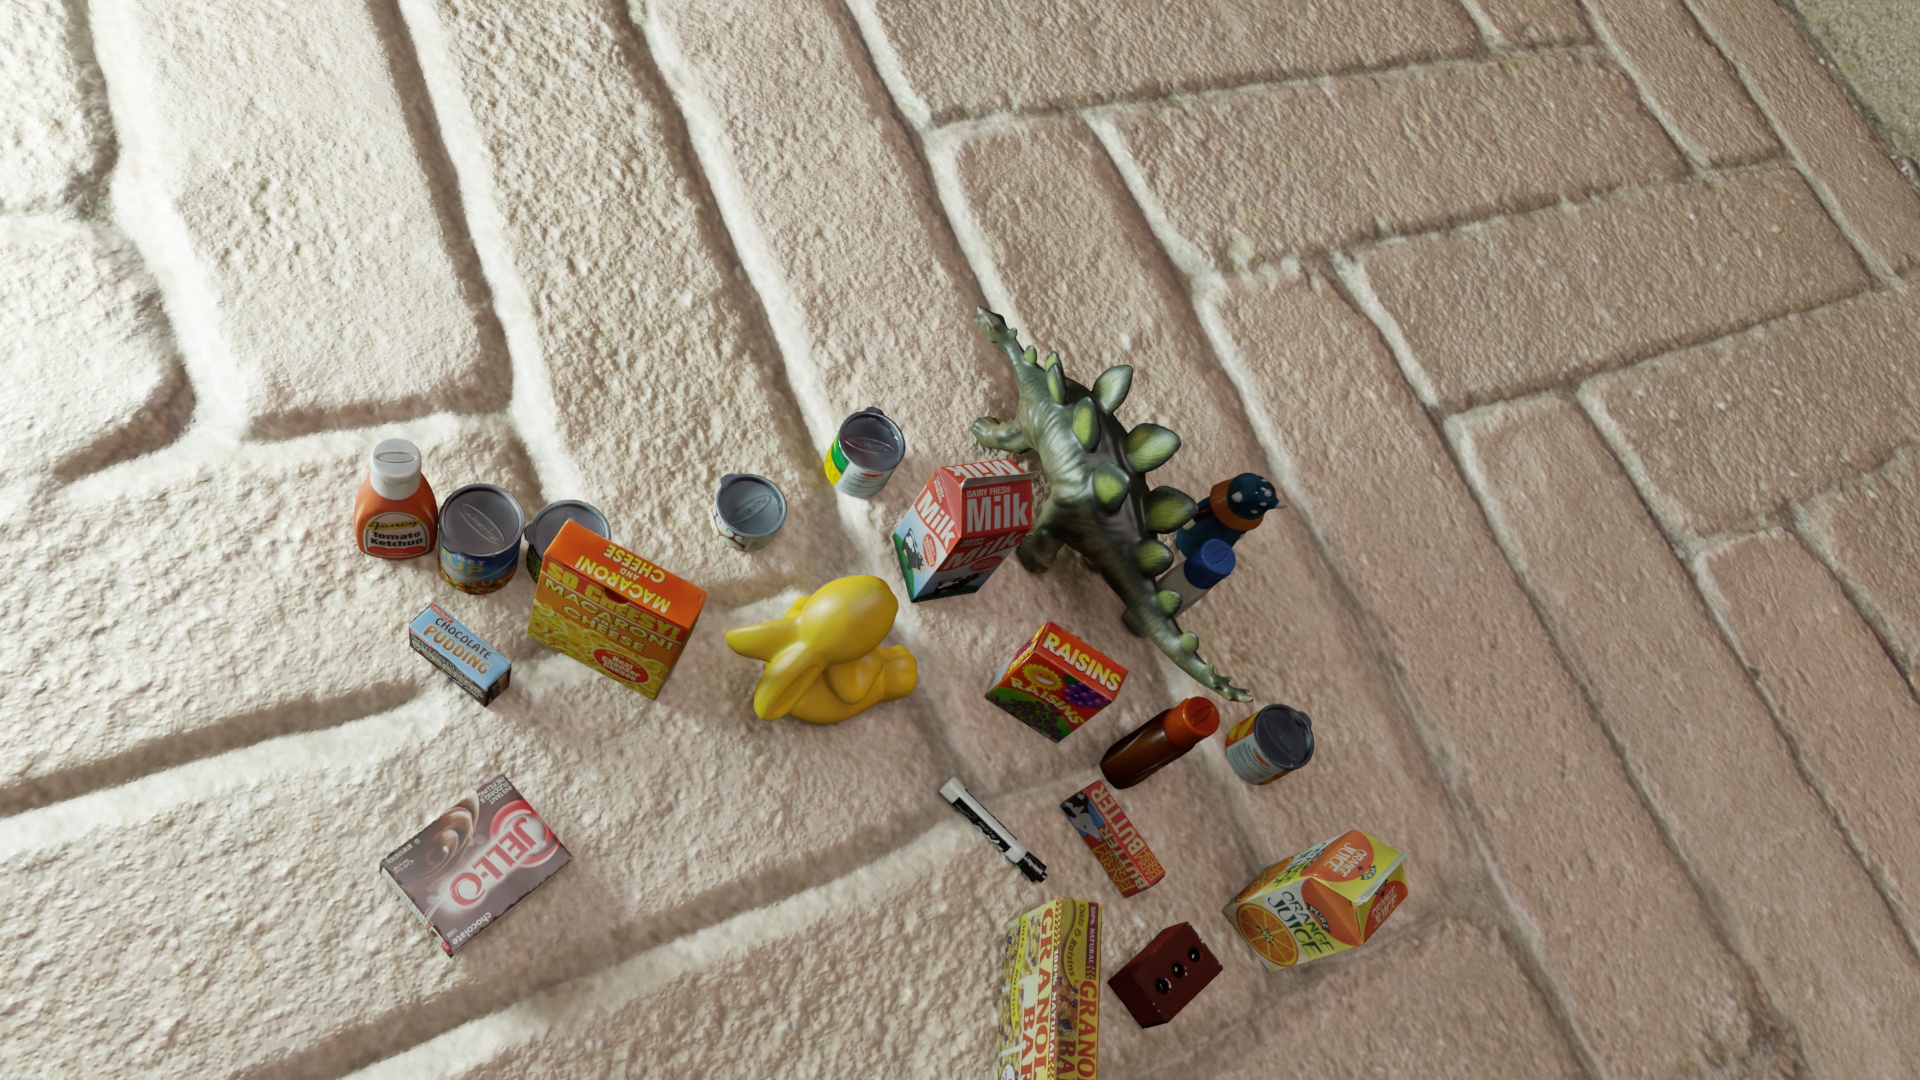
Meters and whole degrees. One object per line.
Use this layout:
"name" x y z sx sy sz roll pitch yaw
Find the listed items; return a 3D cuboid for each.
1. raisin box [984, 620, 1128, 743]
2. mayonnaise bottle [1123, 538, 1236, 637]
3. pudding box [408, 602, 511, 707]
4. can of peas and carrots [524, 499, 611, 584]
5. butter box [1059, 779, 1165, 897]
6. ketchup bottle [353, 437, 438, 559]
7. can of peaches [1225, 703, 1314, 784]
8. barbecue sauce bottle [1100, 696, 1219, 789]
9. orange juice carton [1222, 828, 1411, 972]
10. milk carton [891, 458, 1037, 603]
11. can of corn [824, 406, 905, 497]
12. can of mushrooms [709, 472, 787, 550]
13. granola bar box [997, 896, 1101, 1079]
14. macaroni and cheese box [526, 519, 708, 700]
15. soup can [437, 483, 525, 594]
"raisin box" 0.086 0.130 1.259 0.086 0.122 0.040 33 58 -3
"mayonnaise bottle" 0.213 0.044 1.338 0.065 0.147 0.041 -33 80 -31
"pudding box" -0.405 0.093 1.126 0.084 0.049 0.030 39 57 1
"can of peas and carrots" -0.339 0.007 1.190 0.071 0.058 0.071 9 62 -17
"butter box" 0.137 0.269 1.250 0.024 0.053 0.103 -30 78 -31
"ketchup bottle" -0.452 -0.033 1.112 0.065 0.148 0.044 0 65 -22
"can of peaches" 0.301 0.197 1.349 0.071 0.057 0.071 9 62 -17
"barbecue sauce bottle" 0.183 0.181 1.257 0.065 0.148 0.044 -30 79 -31
"orange juice carton" 0.319 0.314 1.217 0.072 0.191 0.073 -33 80 -31
"milk carton" 0.004 -0.016 1.260 0.072 0.189 0.073 -8 68 -25
"can of corn" -0.092 -0.084 1.335 0.071 0.058 0.071 9 62 -17
"can of mushrooms" -0.197 -0.027 1.279 0.071 0.033 0.071 9 62 -17
"granola bar box" 0.071 0.385 1.124 0.039 0.123 0.166 14 61 -15
"macaroni and cheese box" -0.280 0.061 1.122 0.124 0.165 0.040 28 58 -6
"soup can" -0.401 0.002 1.153 0.071 0.083 0.071 9 62 -17
